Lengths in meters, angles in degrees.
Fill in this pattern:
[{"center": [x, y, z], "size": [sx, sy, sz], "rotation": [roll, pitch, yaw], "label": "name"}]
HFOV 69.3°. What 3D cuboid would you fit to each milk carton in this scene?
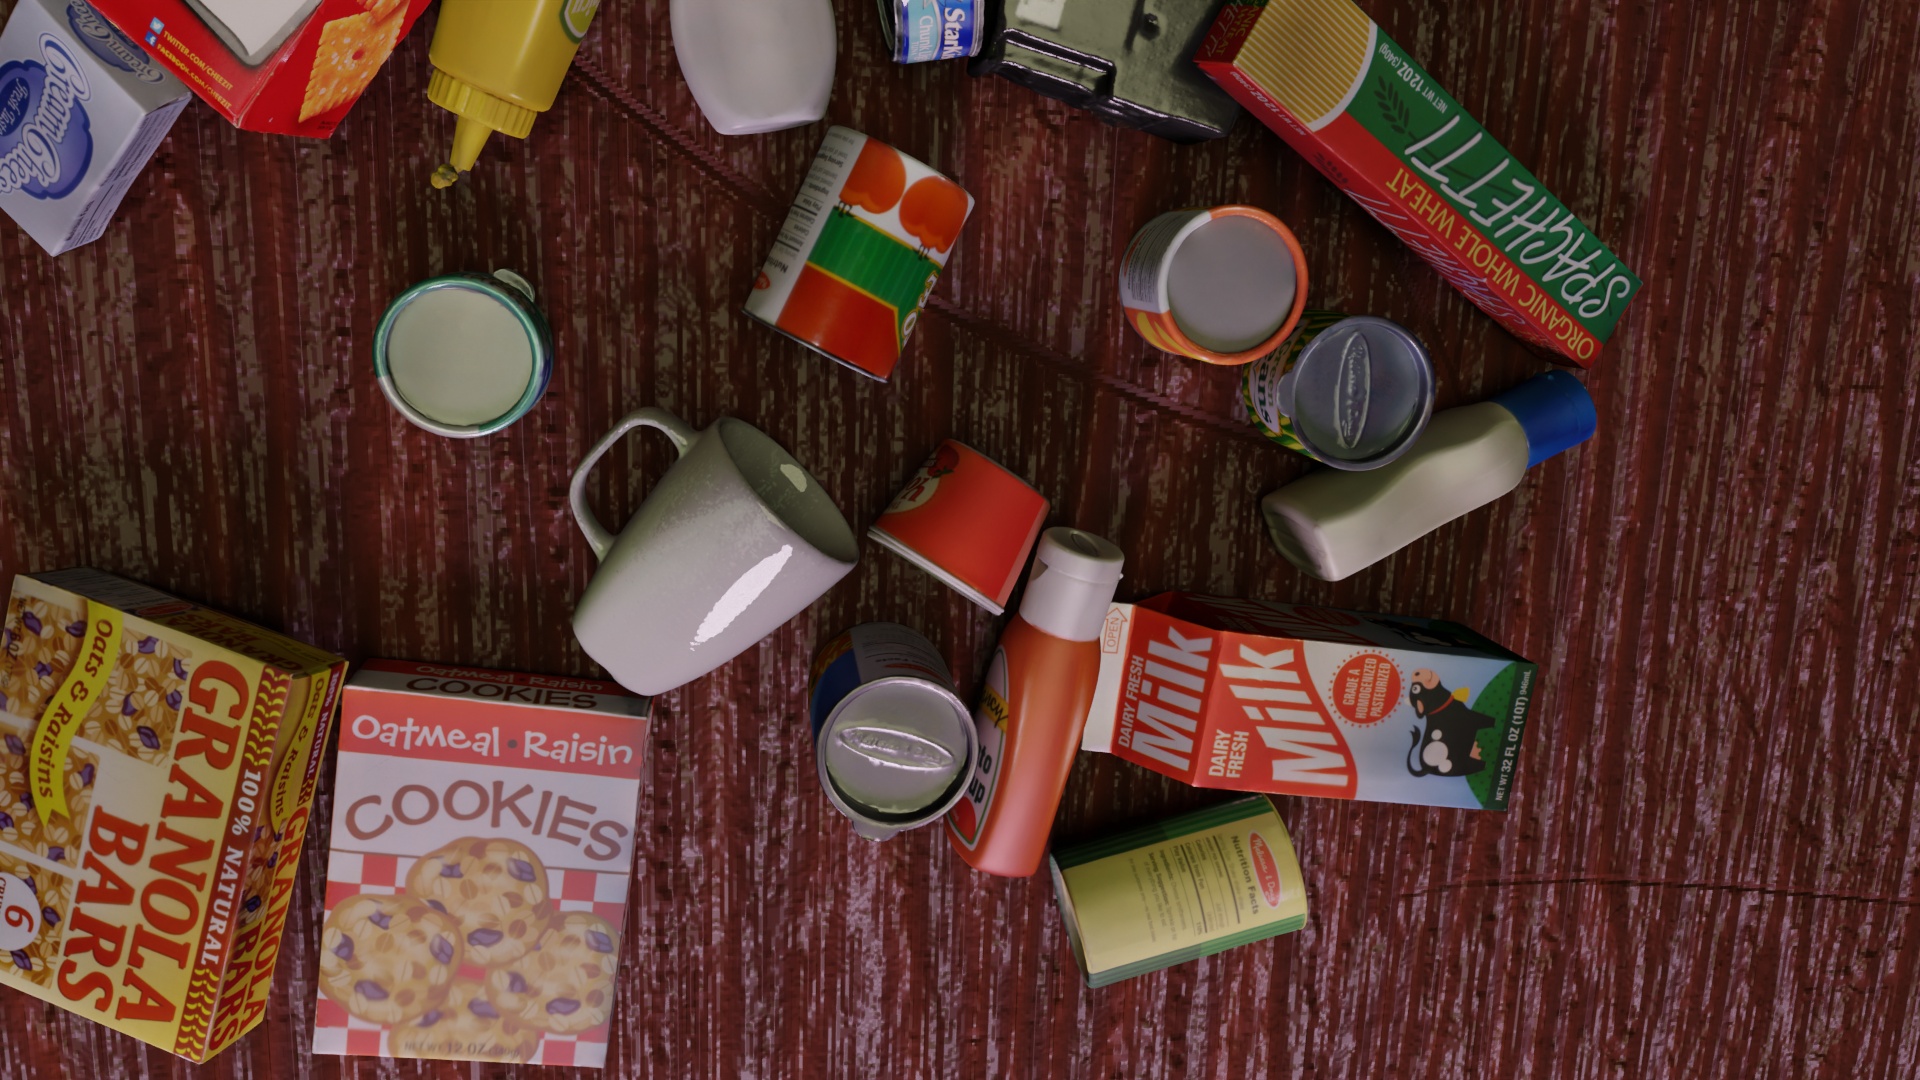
[{"center": [0.151, 0.070, 0.630], "size": [0.191, 0.073, 0.072], "rotation": [6, 101, -10], "label": "milk carton"}]

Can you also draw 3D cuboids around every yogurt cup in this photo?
[{"center": [0.002, -0.007, 0.595], "size": [0.072, 0.072, 0.054], "rotation": [33, 87, -14], "label": "yogurt cup"}]

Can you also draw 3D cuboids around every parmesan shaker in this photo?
[{"center": [0.098, 0.158, 0.645], "size": [0.103, 0.071, 0.071], "rotation": [-14, 104, -6], "label": "parmesan shaker"}]

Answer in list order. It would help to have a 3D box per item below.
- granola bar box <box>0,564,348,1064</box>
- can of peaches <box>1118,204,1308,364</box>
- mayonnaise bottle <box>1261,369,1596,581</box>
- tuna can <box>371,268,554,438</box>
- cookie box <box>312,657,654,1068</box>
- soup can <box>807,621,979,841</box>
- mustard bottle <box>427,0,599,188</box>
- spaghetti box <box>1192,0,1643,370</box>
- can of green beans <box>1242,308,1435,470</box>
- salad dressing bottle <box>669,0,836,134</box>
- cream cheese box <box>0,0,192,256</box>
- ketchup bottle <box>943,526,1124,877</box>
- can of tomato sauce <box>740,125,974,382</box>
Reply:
[{"center": [-0.327, 0.107, 0.557], "size": [0.124, 0.039, 0.165], "rotation": [18, 99, 7], "label": "granola bar box"}, {"center": [0.109, -0.109, 0.594], "size": [0.071, 0.058, 0.071], "rotation": [-2, 102, -9], "label": "can of peaches"}, {"center": [0.214, -0.031, 0.627], "size": [0.148, 0.065, 0.041], "rotation": [-25, 108, -7], "label": "mayonnaise bottle"}, {"center": [-0.199, -0.077, 0.562], "size": [0.071, 0.033, 0.071], "rotation": [-2, 102, -9], "label": "tuna can"}, {"center": [-0.205, 0.140, 0.602], "size": [0.123, 0.040, 0.167], "rotation": [7, 101, -10], "label": "cookie box"}, {"center": [-0.032, 0.079, 0.595], "size": [0.071, 0.084, 0.071], "rotation": [-2, 102, -9], "label": "soup can"}, {"center": [-0.166, -0.206, 0.527], "size": [0.049, 0.065, 0.160], "rotation": [25, 102, -4], "label": "mustard bottle"}, {"center": [0.201, -0.150, 0.582], "size": [0.250, 0.029, 0.050], "rotation": [28, 95, -30], "label": "spaghetti box"}, {"center": [0.164, -0.068, 0.611], "size": [0.071, 0.058, 0.071], "rotation": [-2, 102, -9], "label": "can of green beans"}, {"center": [-0.087, -0.237, 0.543], "size": [0.064, 0.044, 0.147], "rotation": [-10, 102, -7], "label": "salad dressing bottle"}, {"center": [-0.323, -0.151, 0.502], "size": [0.103, 0.024, 0.053], "rotation": [-28, 111, 38], "label": "cream cheese box"}, {"center": [0.033, 0.068, 0.605], "size": [0.043, 0.065, 0.148], "rotation": [11, 108, -18], "label": "ketchup bottle"}, {"center": [-0.040, -0.115, 0.564], "size": [0.071, 0.071, 0.083], "rotation": [25, 96, -14], "label": "can of tomato sauce"}]
